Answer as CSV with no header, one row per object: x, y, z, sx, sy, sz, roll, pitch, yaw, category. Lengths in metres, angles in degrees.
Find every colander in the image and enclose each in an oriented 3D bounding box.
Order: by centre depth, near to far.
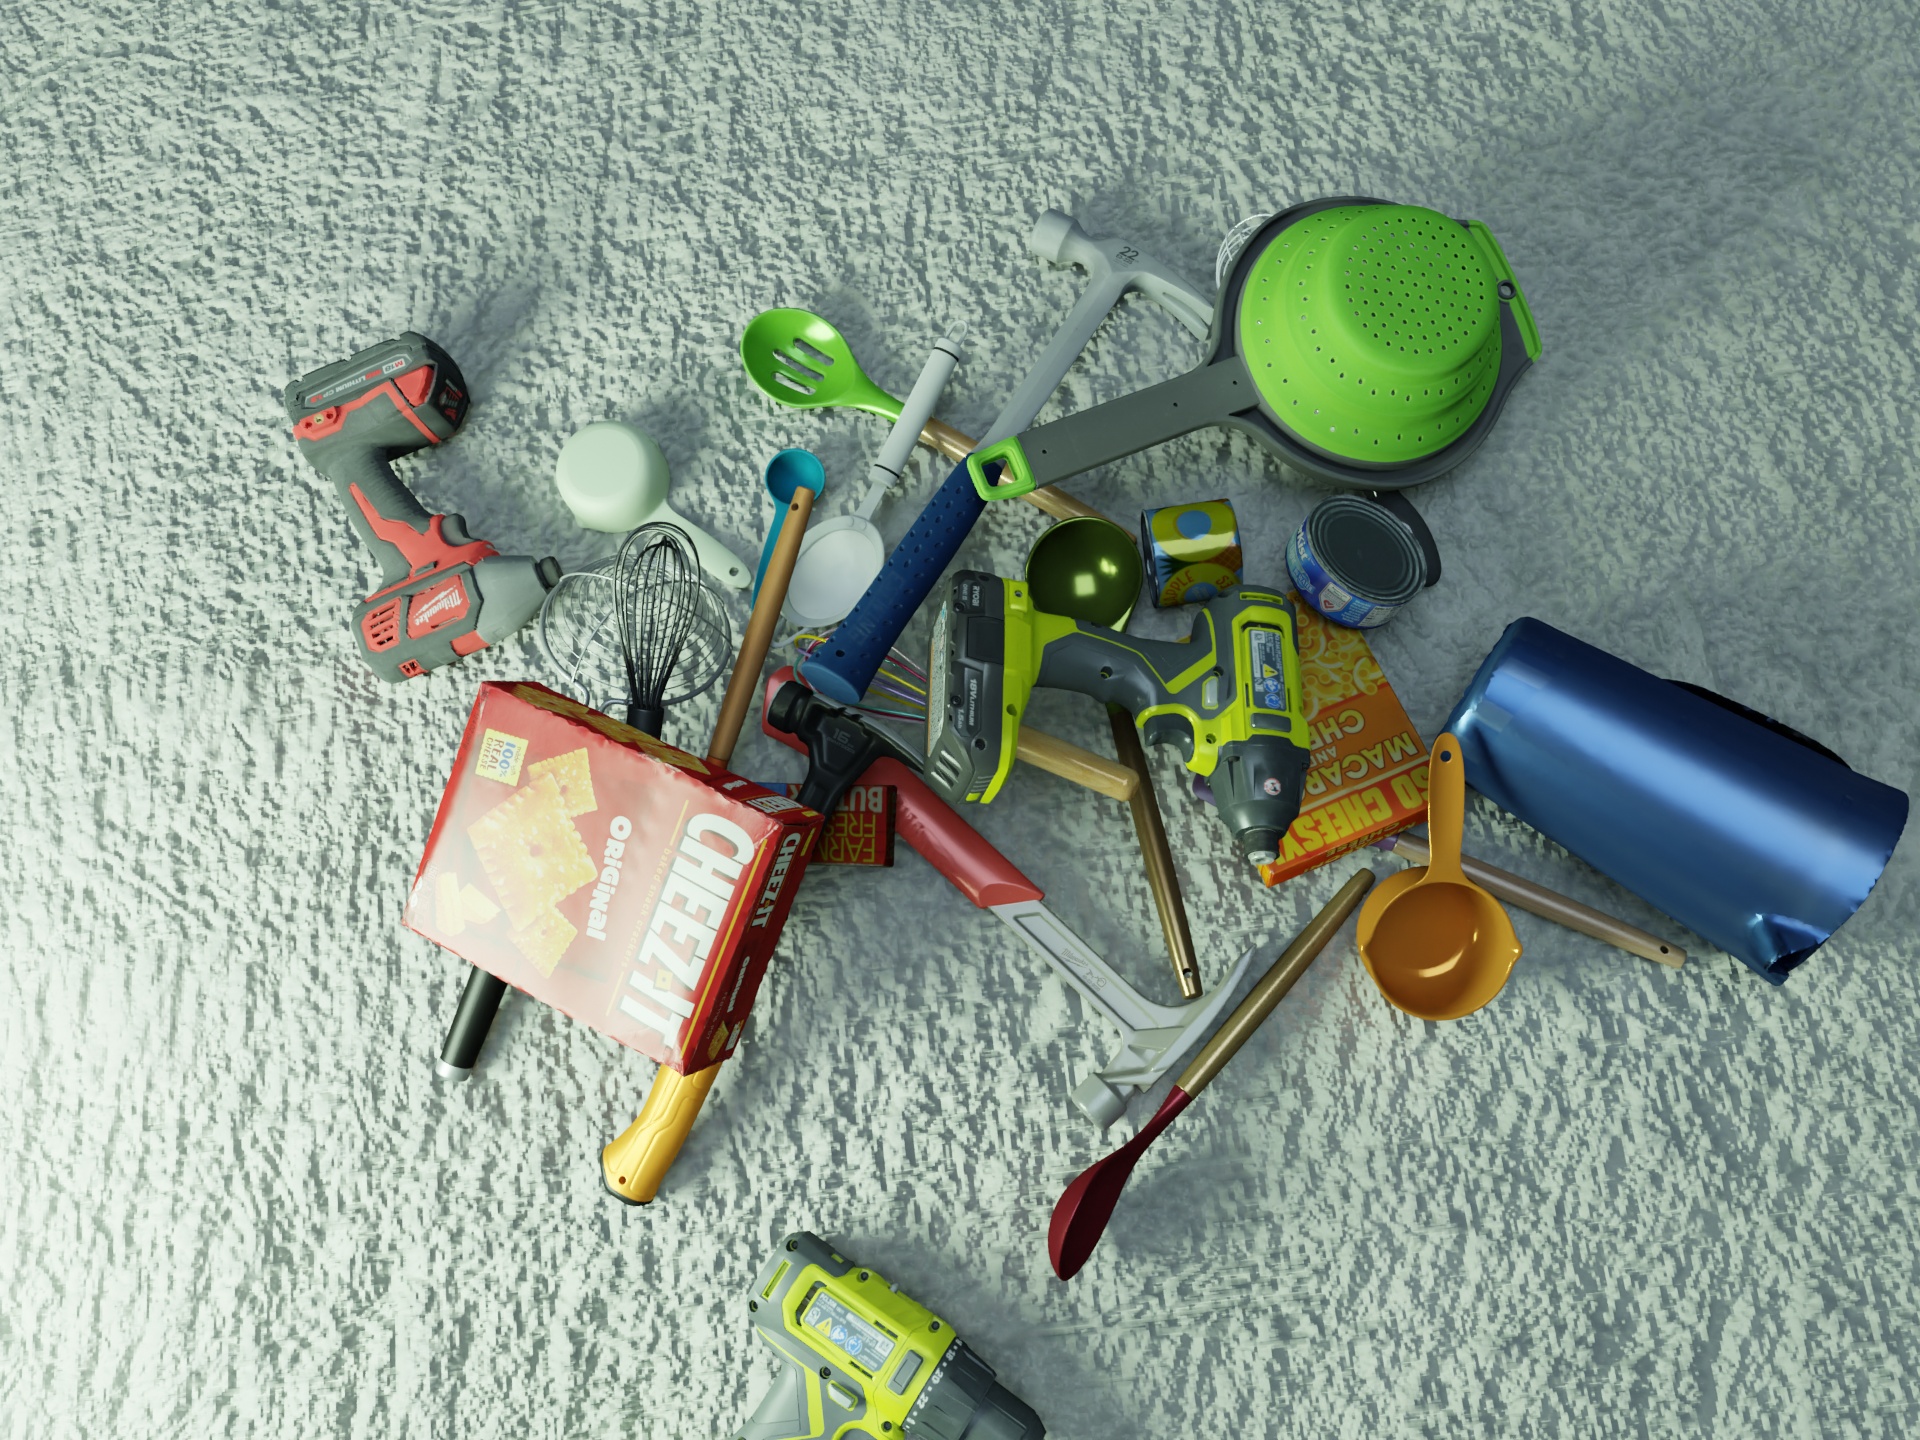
0.194,-0.226,0.991,0.397,0.094,0.204,-21,84,-9,colander

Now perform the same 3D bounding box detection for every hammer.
-0.128,0.150,0.982,0.127,0.034,0.337,27,93,19,hammer
0.013,0.084,1.022,0.359,0.036,0.149,42,83,13,hammer
0.026,-0.174,1.041,0.144,0.035,0.406,28,65,10,hammer

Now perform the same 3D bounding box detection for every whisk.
-0.200,-0.006,0.999,0.055,0.055,0.239,9,100,8,whisk
-0.002,-0.004,1.003,0.245,0.047,0.051,23,41,18,whisk
0.249,-0.215,1.070,0.070,0.070,0.285,-25,80,-1,whisk

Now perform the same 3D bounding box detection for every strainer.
-0.053,-0.156,1.074,0.087,0.050,0.258,24,86,37,strainer

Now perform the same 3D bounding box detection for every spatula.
0.300,0.084,1.004,0.316,0.018,0.060,24,76,12,spatula
-0.155,0.001,1.034,0.081,0.041,0.322,20,92,27,spatula

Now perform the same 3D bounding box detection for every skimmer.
-0.263,0.060,1.059,0.127,0.090,0.363,21,89,-2,skimmer

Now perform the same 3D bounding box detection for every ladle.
0.154,0.208,0.972,0.031,0.069,0.315,35,75,31,ladle
0.106,0.017,1.002,0.078,0.062,0.320,-15,68,7,ladle

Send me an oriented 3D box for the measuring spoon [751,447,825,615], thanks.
-0.124,-0.125,1.103,0.042,0.021,0.128,13,86,0,measuring spoon

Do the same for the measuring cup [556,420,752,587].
-0.211,-0.147,1.102,0.168,0.038,0.083,37,82,15,measuring cup

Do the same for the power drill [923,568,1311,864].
0.095,-0.005,0.940,0.223,0.080,0.171,6,64,-10,power drill

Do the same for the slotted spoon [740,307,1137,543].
-0.016,-0.196,1.103,0.314,0.031,0.070,31,81,10,slotted spoon

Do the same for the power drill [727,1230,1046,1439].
-0.079,0.441,0.919,0.190,0.080,0.228,32,78,13,power drill

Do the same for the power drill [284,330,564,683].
-0.369,-0.147,1.101,0.143,0.078,0.220,-23,77,-1,power drill

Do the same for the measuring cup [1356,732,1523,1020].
0.285,0.090,0.960,0.095,0.052,0.173,0,97,1,measuring cup
